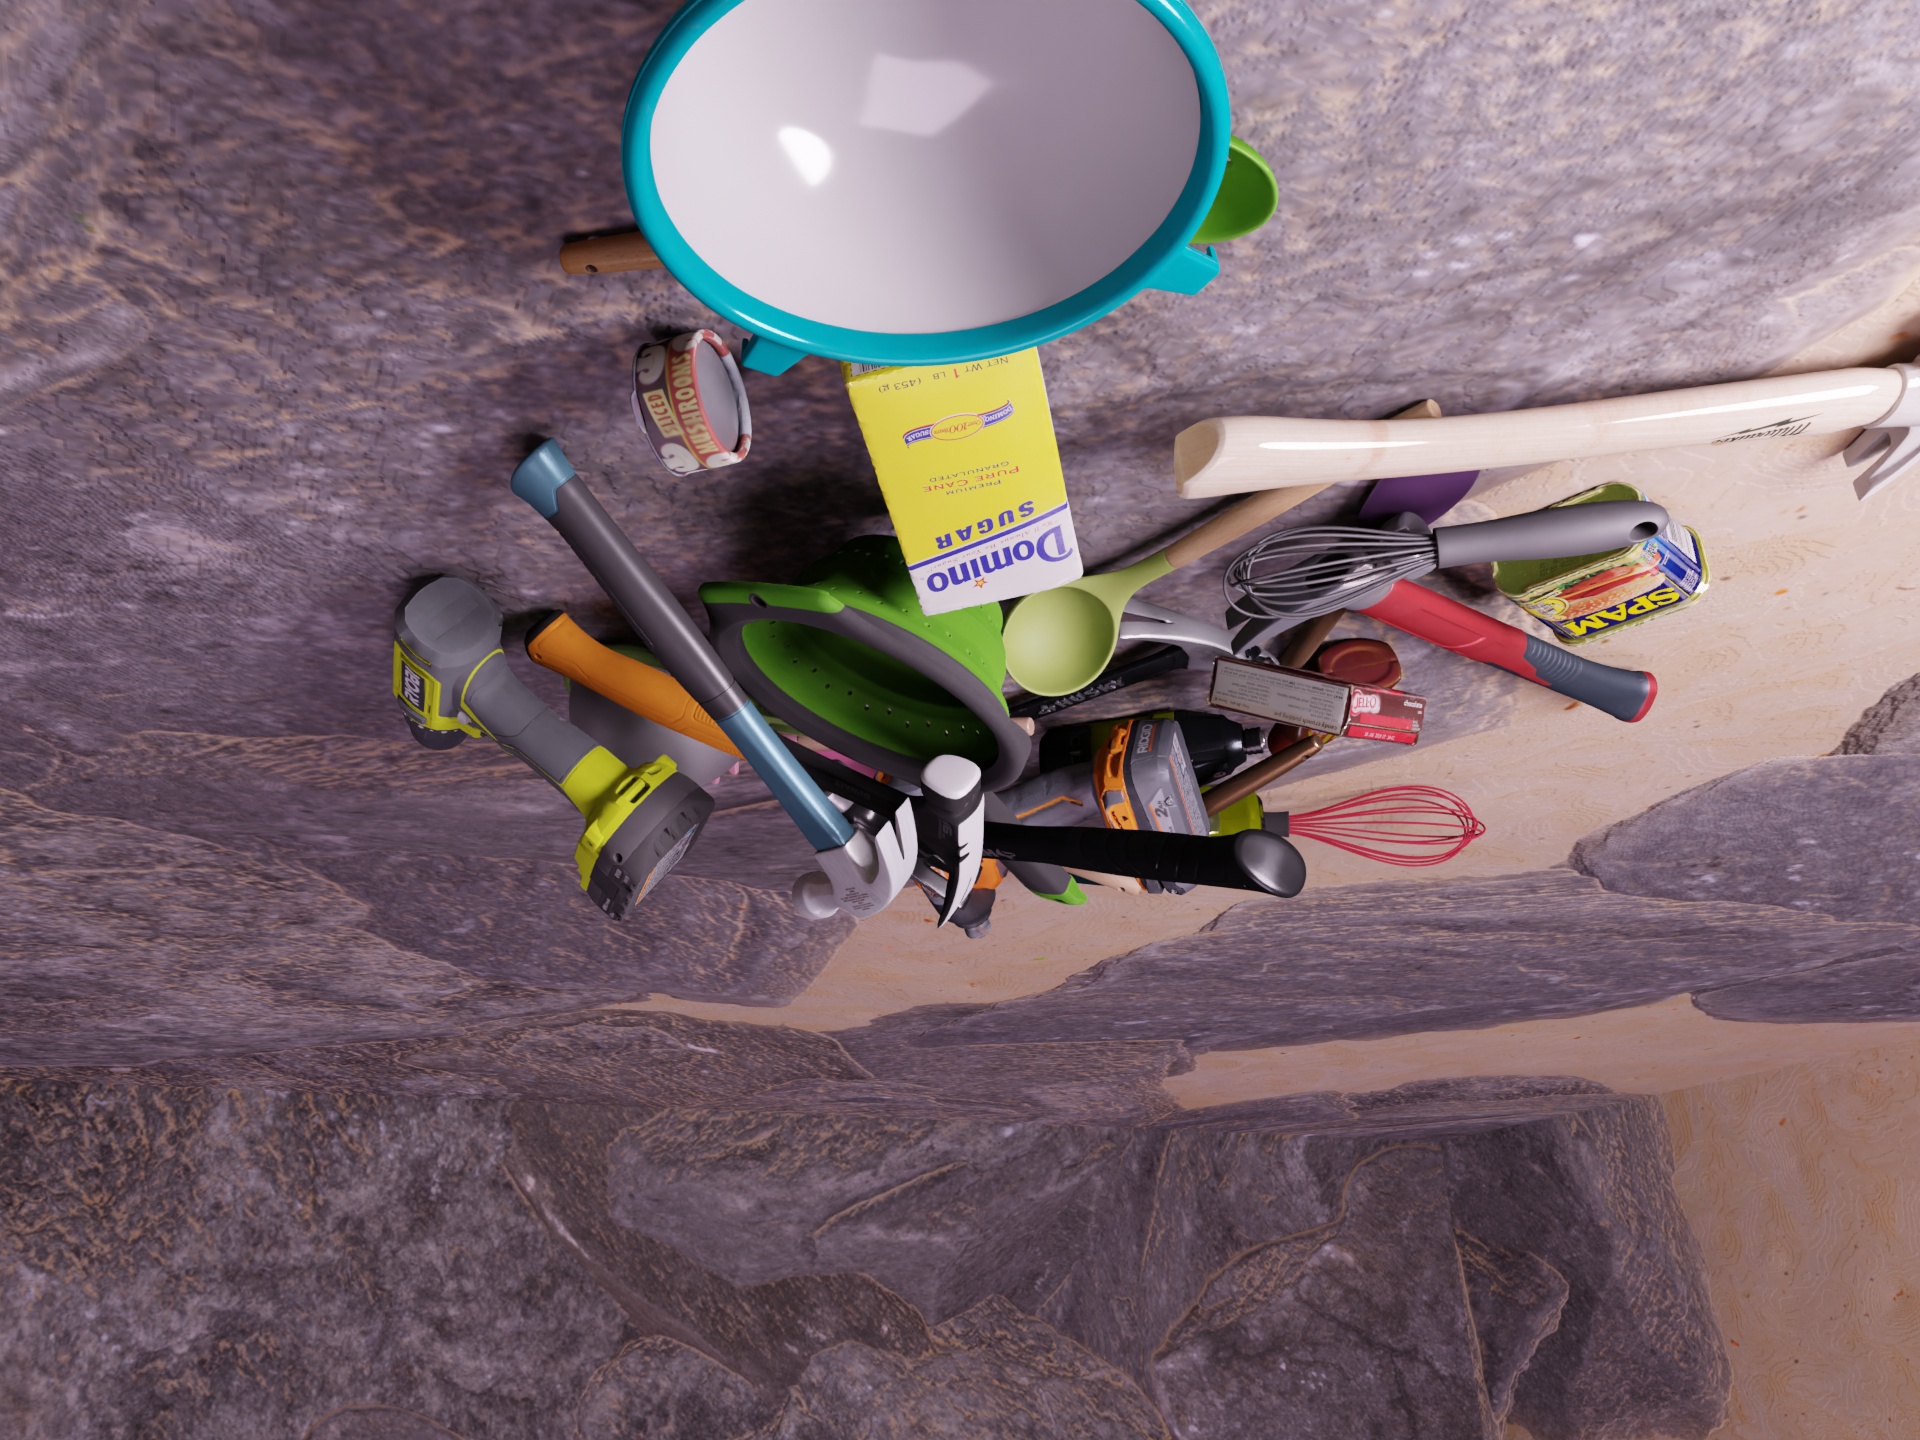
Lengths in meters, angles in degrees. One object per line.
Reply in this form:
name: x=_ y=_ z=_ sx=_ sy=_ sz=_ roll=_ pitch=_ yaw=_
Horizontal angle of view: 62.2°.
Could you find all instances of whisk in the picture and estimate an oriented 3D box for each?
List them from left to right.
whisk: x=0.309 y=0.092 z=1.403 sx=0.296 sy=0.073 sz=0.073 roll=0 pitch=158 yaw=11
whisk: x=0.265 y=-0.092 z=0.879 sx=0.239 sy=0.055 sz=0.055 roll=-7 pitch=156 yaw=12

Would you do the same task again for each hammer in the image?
hammer: x=-0.140 y=-0.016 z=0.903 sx=0.128 sy=0.033 sz=0.330 roll=-16 pitch=117 yaw=48
hammer: x=-0.135 y=0.014 z=0.990 sx=0.337 sy=0.034 sz=0.127 roll=24 pitch=140 yaw=21
hammer: x=0.027 y=0.001 z=1.193 sx=0.409 sy=0.036 sz=0.149 roll=-21 pitch=150 yaw=38
hammer: x=0.060 y=0.079 z=0.964 sx=0.335 sy=0.035 sz=0.146 roll=1 pitch=148 yaw=45
hammer: x=0.348 y=-0.046 z=1.075 sx=0.386 sy=0.038 sz=0.143 roll=15 pitch=149 yaw=-40
hammer: x=0.317 y=-0.146 z=0.834 sx=0.410 sy=0.038 sz=0.146 roll=-6 pitch=158 yaw=0

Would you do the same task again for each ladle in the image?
ladle: x=0.144 y=-0.099 z=0.941 sx=0.078 sy=0.062 sz=0.320 roll=36 pitch=137 yaw=-26

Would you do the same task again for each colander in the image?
colander: x=-0.002 y=-0.003 z=1.018 sx=0.205 sy=0.094 sz=0.396 roll=7 pitch=153 yaw=37

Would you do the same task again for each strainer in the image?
strainer: x=-0.163 y=0.019 z=1.100 sx=0.256 sy=0.069 sz=0.151 roll=8 pitch=154 yaw=14
strainer: x=-0.027 y=-0.253 z=0.516 sx=0.211 sy=0.095 sz=0.340 roll=-9 pitch=154 yaw=9

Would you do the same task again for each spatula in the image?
spatula: x=0.154 y=0.075 z=1.229 sx=0.082 sy=0.044 sz=0.317 roll=24 pitch=140 yaw=-31
spatula: x=0.252 y=-0.090 z=1.017 sx=0.059 sy=0.018 sz=0.315 roll=-1 pitch=156 yaw=-9

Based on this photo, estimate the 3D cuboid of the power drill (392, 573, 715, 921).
power drill: x=-0.282 y=0.024 z=1.052 sx=0.228 sy=0.080 sz=0.190 roll=41 pitch=150 yaw=1

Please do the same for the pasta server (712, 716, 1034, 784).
pasta server: x=-0.094 y=0.022 z=1.188 sx=0.316 sy=0.040 sz=0.060 roll=-4 pitch=172 yaw=23

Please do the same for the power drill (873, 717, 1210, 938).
power drill: x=0.064 y=0.087 z=1.178 sx=0.226 sy=0.084 sz=0.164 roll=-9 pitch=120 yaw=20

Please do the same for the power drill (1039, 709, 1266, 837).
power drill: x=0.175 y=0.061 z=1.296 sx=0.171 sy=0.080 sz=0.223 roll=-8 pitch=153 yaw=16

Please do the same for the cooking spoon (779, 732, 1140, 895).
cooking spoon: x=-0.008 y=0.075 z=1.243 sx=0.319 sy=0.017 sz=0.068 roll=21 pitch=146 yaw=0

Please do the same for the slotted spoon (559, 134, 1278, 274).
slotted spoon: x=-0.024 y=-0.217 z=0.685 sx=0.314 sy=0.031 sz=0.070 roll=-4 pitch=157 yaw=10
